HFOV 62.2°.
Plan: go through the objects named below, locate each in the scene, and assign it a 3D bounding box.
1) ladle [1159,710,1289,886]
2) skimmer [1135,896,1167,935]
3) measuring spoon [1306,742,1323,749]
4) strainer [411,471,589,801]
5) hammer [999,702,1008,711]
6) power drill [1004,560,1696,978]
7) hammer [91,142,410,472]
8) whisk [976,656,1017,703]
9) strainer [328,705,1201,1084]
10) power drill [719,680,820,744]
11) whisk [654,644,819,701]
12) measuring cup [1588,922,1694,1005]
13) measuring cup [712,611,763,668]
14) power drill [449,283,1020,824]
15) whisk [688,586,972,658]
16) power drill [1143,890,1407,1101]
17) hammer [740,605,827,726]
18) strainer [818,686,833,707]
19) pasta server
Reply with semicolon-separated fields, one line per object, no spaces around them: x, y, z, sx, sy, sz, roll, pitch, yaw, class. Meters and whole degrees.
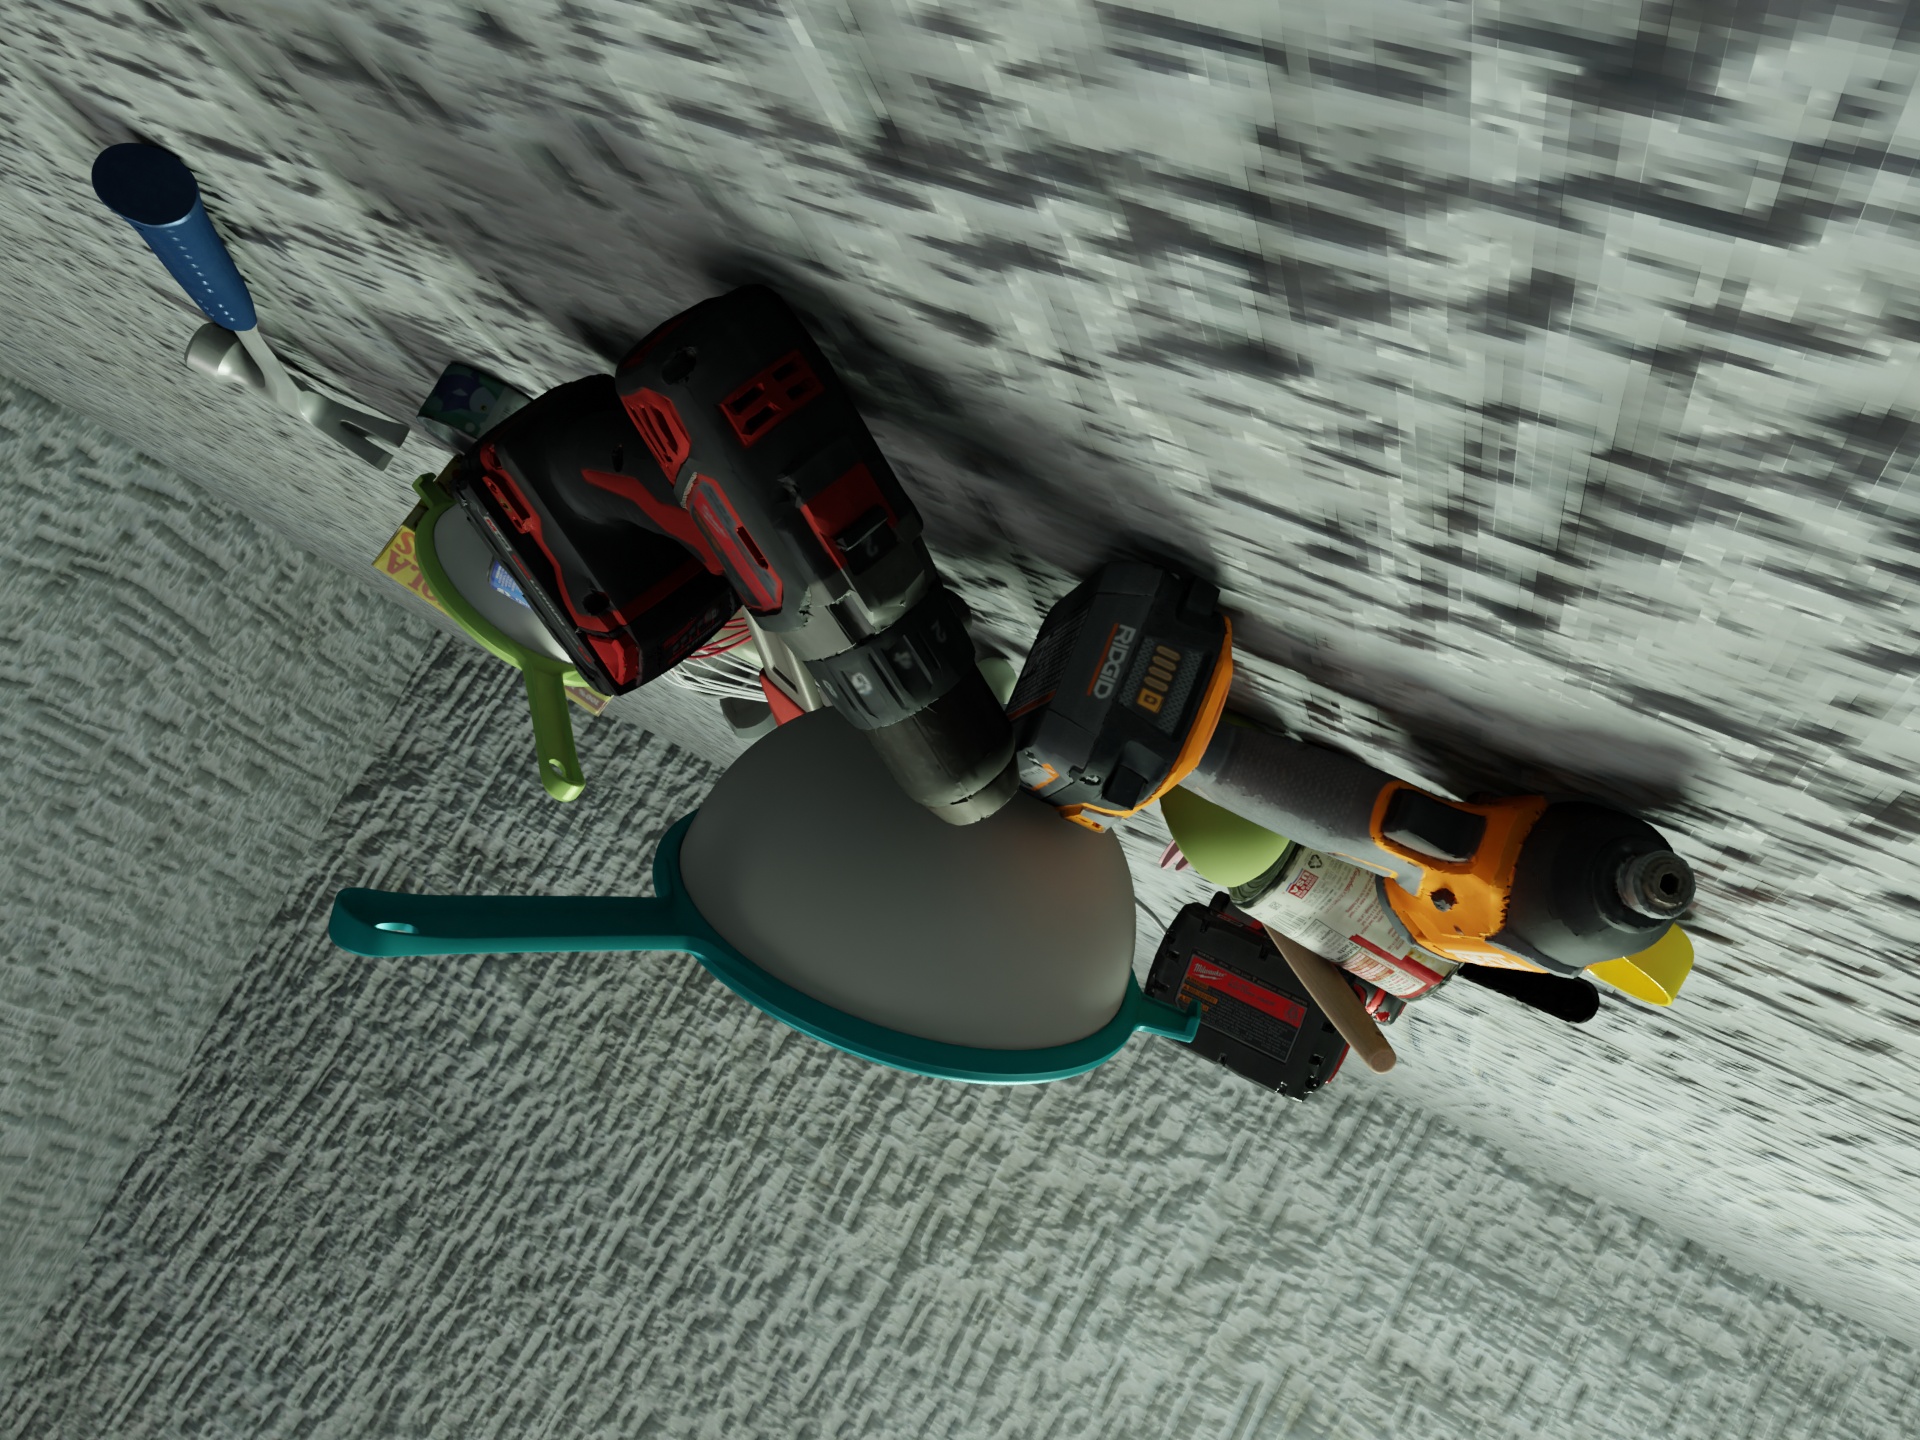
0.115;0.043;0.809;0.062;0.078;0.320;-18;175;-1;ladle
0.120;0.086;1.137;0.363;0.090;0.127;39;180;-10;skimmer
0.183;0.052;0.701;0.124;0.018;0.034;44;175;-33;measuring spoon
-0.232;-0.062;0.926;0.151;0.069;0.257;26;-152;-38;strainer
0.034;0.057;0.976;0.143;0.038;0.386;8;165;4;hammer
0.134;0.026;0.563;0.226;0.084;0.164;24;171;-6;power drill
-0.389;-0.217;0.867;0.144;0.035;0.405;29;171;-12;hammer
-0.001;-0.003;0.931;0.058;0.059;0.246;55;167;2;whisk
-0.060;0.044;0.610;0.340;0.095;0.211;5;-156;-40;strainer
-0.073;0.066;1.188;0.229;0.080;0.190;60;-165;27;power drill
-0.099;-0.018;1.096;0.284;0.070;0.070;25;175;-38;whisk
0.239;0.064;0.679;0.157;0.029;0.062;37;174;22;measuring cup
-0.151;-0.068;0.983;0.168;0.038;0.083;24;-178;28;measuring cup
-0.080;-0.051;0.571;0.227;0.080;0.187;7;133;57;power drill
-0.095;-0.062;0.831;0.296;0.073;0.073;9;161;48;whisk
0.198;0.153;0.988;0.143;0.078;0.219;24;-168;23;power drill
-0.079;0.011;0.800;0.149;0.037;0.358;21;145;32;hammer
-0.061;0.001;1.004;0.087;0.050;0.258;63;171;11;strainer
0.167;0.114;0.847;0.060;0.040;0.316;18;-167;-10;pasta server
